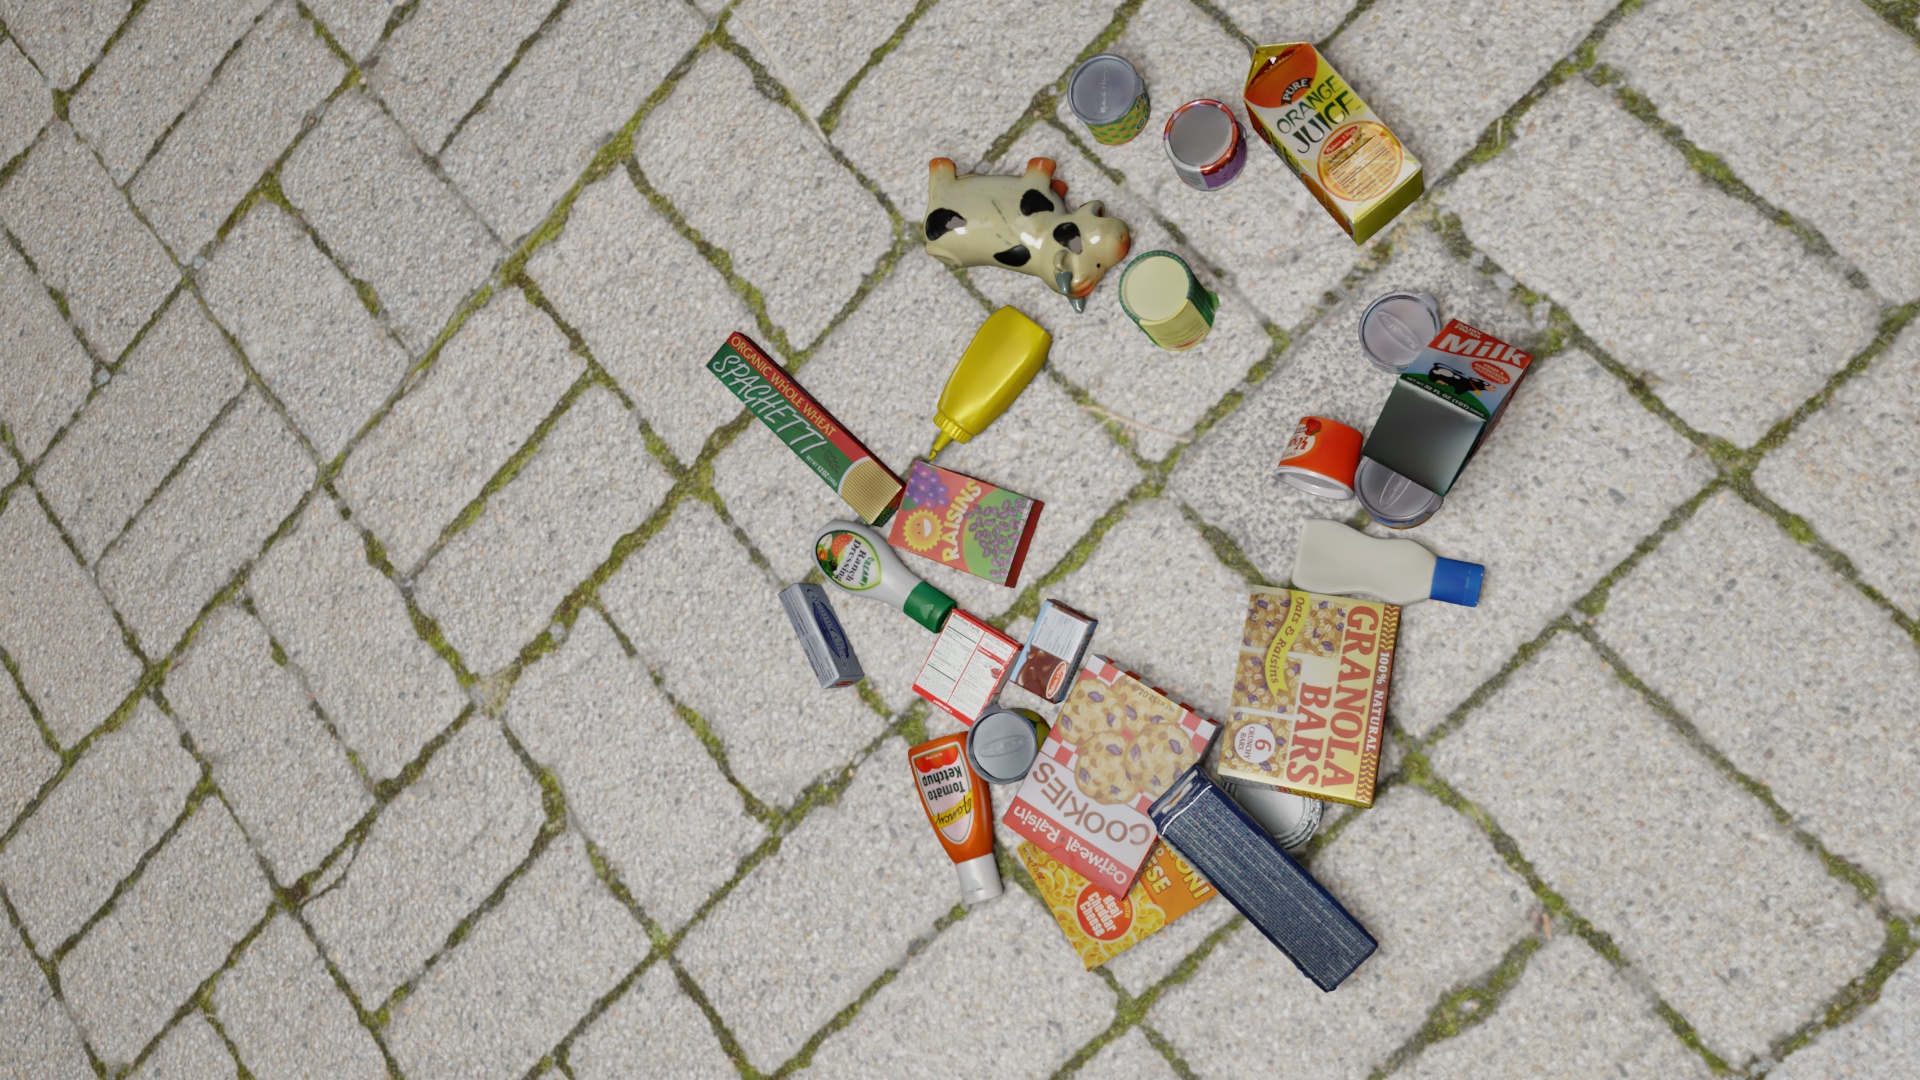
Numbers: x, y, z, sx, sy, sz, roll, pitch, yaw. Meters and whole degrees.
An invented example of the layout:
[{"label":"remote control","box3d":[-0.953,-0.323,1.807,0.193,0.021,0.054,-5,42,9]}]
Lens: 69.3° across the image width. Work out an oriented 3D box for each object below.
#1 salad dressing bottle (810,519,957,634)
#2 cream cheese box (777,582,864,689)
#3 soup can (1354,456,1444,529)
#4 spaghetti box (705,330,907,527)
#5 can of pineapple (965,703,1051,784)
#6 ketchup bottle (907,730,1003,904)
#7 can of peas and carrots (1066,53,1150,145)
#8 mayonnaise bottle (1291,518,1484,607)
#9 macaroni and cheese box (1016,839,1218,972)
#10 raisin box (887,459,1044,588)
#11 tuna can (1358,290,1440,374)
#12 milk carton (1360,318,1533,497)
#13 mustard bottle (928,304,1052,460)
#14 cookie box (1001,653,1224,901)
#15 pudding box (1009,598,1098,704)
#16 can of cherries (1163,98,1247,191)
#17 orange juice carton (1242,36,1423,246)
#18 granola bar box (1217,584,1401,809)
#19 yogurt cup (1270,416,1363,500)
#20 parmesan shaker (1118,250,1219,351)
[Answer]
[{"label":"salad dressing bottle","box3d":[-0.072,0.035,1.305,0.148,0.044,0.064,32,102,19]},{"label":"cream cheese box","box3d":[-0.132,0.089,1.316,0.024,0.053,0.104,-31,75,16]},{"label":"soup can","box3d":[0.362,-0.042,1.138,0.071,0.084,0.071,-2,85,20]},{"label":"spaghetti box","box3d":[-0.151,-0.111,1.356,0.250,0.028,0.050,43,99,18]},{"label":"can of pineapple","box3d":[0.045,0.181,1.242,0.071,0.058,0.071,-2,84,19]},{"label":"ketchup bottle","box3d":[0.001,0.251,1.258,0.064,0.043,0.149,-21,79,19]},{"label":"can of peas and carrots","box3d":[0.138,-0.401,1.266,0.071,0.059,0.071,-2,85,19]},{"label":"mayonnaise bottle","box3d":[0.356,0.024,1.158,0.148,0.041,0.065,12,88,19]},{"label":"macaroni and cheese box","box3d":[0.150,0.275,1.205,0.166,0.040,0.124,-35,73,13]},{"label":"raisin box","box3d":[0.005,-0.016,1.286,0.123,0.040,0.086,19,92,19]},{"label":"tuna can","box3d":[0.373,-0.177,1.174,0.071,0.033,0.071,-2,84,19]},{"label":"milk carton","box3d":[0.391,-0.115,1.095,0.072,0.191,0.073,31,129,18]},{"label":"mustard bottle","box3d":[0.018,-0.140,1.288,0.065,0.049,0.160,41,99,19]},{"label":"cookie box","box3d":[0.127,0.199,1.178,0.123,0.040,0.167,30,94,22]},{"label":"pudding box","box3d":[0.084,0.099,1.251,0.050,0.030,0.083,25,93,19]},{"label":"can of cherries","box3d":[0.219,-0.353,1.233,0.071,0.058,0.071,-2,85,20]},{"label":"orange juice carton","box3d":[0.308,-0.354,1.195,0.073,0.072,0.193,-39,74,12]},{"label":"granola bar box","box3d":[0.289,0.128,1.149,0.124,0.039,0.166,8,72,19]},{"label":"yogurt cup","box3d":[0.306,-0.071,1.173,0.072,0.072,0.054,18,83,20]},{"label":"parmesan shaker","box3d":[0.182,-0.209,1.208,0.071,0.103,0.071,-2,84,19]}]
